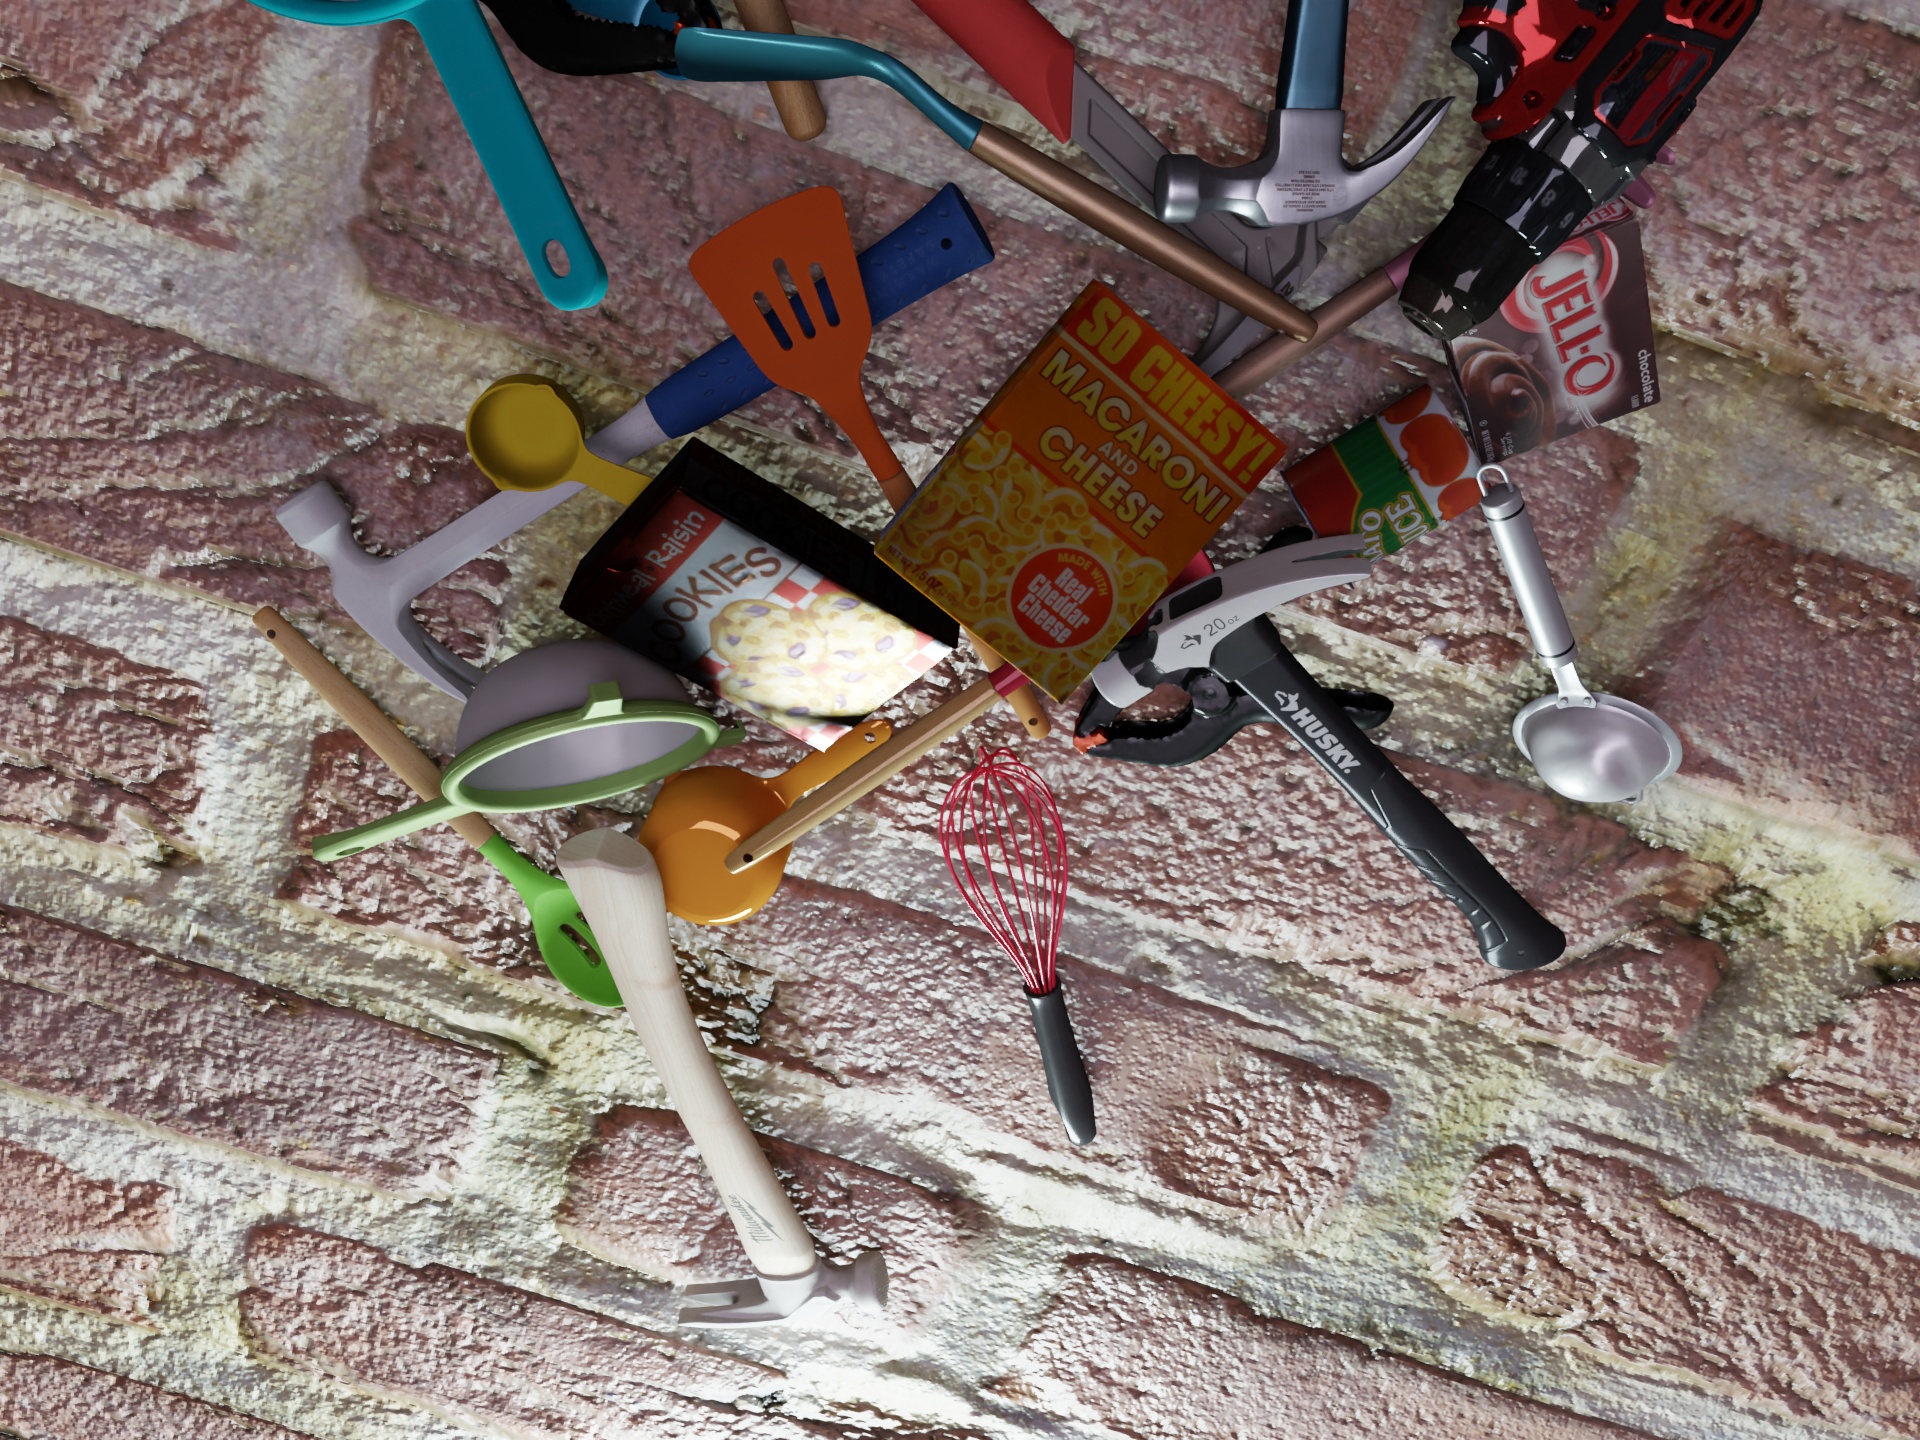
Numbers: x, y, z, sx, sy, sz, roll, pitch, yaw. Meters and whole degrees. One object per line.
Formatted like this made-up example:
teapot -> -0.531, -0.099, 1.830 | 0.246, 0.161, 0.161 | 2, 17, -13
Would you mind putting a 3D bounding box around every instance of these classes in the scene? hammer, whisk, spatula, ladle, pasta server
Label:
hammer -> 0.230, 0.034, 0.852 | 0.146, 0.035, 0.334 | -33, 121, 28
whisk -> 0.044, 0.142, 0.942 | 0.073, 0.073, 0.295 | -10, 119, 9
hammer -> 0.159, -0.382, 0.676 | 0.128, 0.033, 0.331 | 1, 109, -6
hammer -> -0.162, -0.148, 0.832 | 0.405, 0.035, 0.144 | -27, 110, 16
spatula -> 0.024, -0.243, 0.727 | 0.317, 0.082, 0.044 | 26, 92, -12
hammer -> 0.017, -0.310, 0.742 | 0.359, 0.037, 0.149 | 39, 112, -14
whisk -> -0.106, -0.370, 0.691 | 0.051, 0.047, 0.244 | -13, 133, 12
hammer -> -0.167, 0.237, 0.983 | 0.146, 0.038, 0.410 | -10, 122, 10
ladle -> -0.001, -0.003, 0.857 | 0.315, 0.031, 0.069 | -34, 104, 12
pasta server -> 0.189, -0.197, 0.780 | 0.316, 0.040, 0.060 | -32, 133, 19
spatula -> -0.025, -0.113, 0.820 | 0.081, 0.041, 0.322 | -24, 124, 12

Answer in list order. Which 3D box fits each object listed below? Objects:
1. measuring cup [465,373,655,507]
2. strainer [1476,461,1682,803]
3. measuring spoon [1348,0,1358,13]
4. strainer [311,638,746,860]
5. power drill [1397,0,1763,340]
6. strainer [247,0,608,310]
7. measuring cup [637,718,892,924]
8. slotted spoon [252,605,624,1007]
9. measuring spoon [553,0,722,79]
measuring cup -> -0.174, -0.127, 0.814 | 0.156, 0.029, 0.062 | 24, 116, -19
strainer -> 0.307, -0.029, 0.817 | 0.087, 0.050, 0.258 | -2, 133, 40
measuring spoon -> 0.198, -0.365, 0.710 | 0.034, 0.018, 0.124 | 41, 111, -14
strainer -> -0.259, 0.012, 0.885 | 0.256, 0.151, 0.069 | -19, 76, 17
power drill -> 0.196, -0.288, 0.656 | 0.226, 0.080, 0.188 | 34, 103, -17
strainer -> -0.213, -0.337, 0.663 | 0.211, 0.095, 0.340 | -19, 103, 21
measuring cup -> -0.111, 0.055, 0.913 | 0.173, 0.052, 0.095 | -32, 109, 20
slotted spoon -> -0.298, 0.051, 0.943 | 0.070, 0.031, 0.313 | -36, 106, 19
measuring spoon -> -0.170, -0.343, 0.755 | 0.128, 0.021, 0.042 | 25, 109, 3
